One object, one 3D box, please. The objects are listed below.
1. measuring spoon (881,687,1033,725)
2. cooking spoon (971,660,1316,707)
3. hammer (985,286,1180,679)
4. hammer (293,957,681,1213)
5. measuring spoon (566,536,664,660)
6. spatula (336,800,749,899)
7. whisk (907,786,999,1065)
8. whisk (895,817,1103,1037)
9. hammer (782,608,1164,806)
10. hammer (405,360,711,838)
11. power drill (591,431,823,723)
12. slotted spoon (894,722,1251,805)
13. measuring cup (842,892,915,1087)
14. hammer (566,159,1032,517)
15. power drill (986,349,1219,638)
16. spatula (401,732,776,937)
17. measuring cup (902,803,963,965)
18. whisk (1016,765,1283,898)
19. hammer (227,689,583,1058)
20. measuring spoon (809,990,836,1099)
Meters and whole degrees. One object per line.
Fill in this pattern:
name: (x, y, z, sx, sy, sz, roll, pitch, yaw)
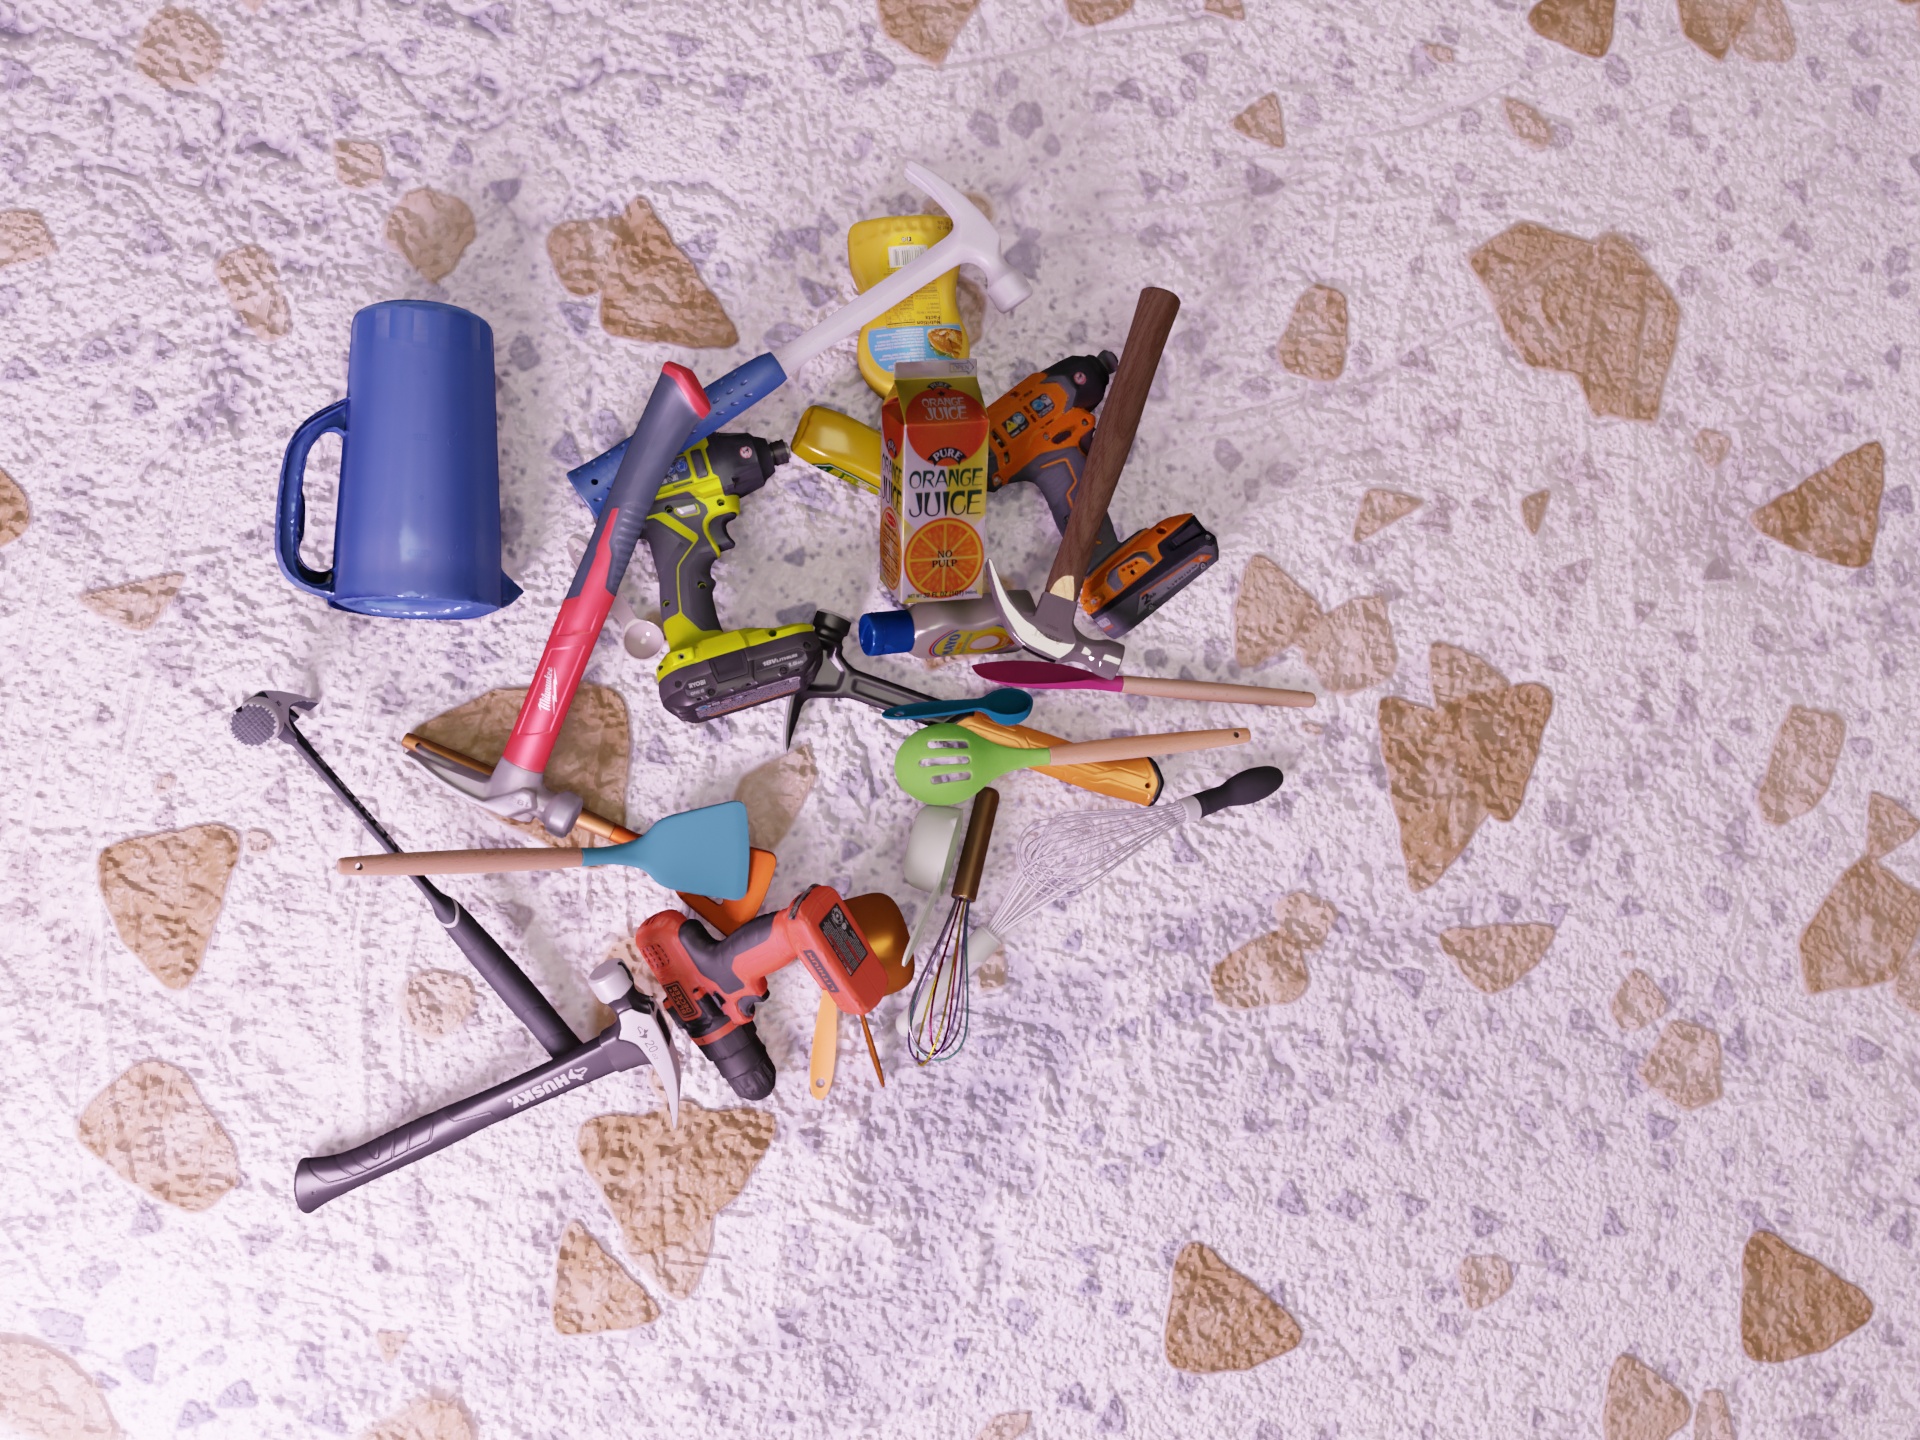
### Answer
measuring spoon: (-0.002, -0.004, 1.345, 0.128, 0.042, 0.021, -5, 124, -2)
cooking spoon: (0.165, -0.029, 1.395, 0.318, 0.069, 0.017, 4, 108, -14)
hammer: (0.115, -0.207, 1.320, 0.130, 0.031, 0.331, 19, 81, -3)
hammer: (-0.381, 0.317, 1.272, 0.335, 0.035, 0.146, -25, 112, 4)
measuring spoon: (-0.293, -0.102, 1.340, 0.034, 0.018, 0.124, -35, 88, -10)
spatula: (-0.321, 0.107, 1.250, 0.317, 0.044, 0.082, 0, 90, -32)
whisk: (0.000, 0.171, 1.340, 0.051, 0.047, 0.245, 10, 70, 12)
whisk: (0.032, 0.179, 1.372, 0.246, 0.057, 0.059, -47, 62, -3)
hammer: (0.015, 0.016, 1.375, 0.336, 0.034, 0.127, 19, 86, -9)
hammer: (-0.304, -0.104, 1.247, 0.143, 0.038, 0.386, 25, 103, -2)
power drill: (-0.199, -0.125, 1.309, 0.171, 0.080, 0.223, -17, 80, -7)
slotted spoon: (0.100, 0.026, 1.360, 0.313, 0.031, 0.070, -5, 79, -12)
measuring cup: (-0.064, 0.227, 1.344, 0.052, 0.095, 0.173, -17, 108, -15)
hammer: (-0.142, -0.299, 1.292, 0.405, 0.035, 0.144, -35, 95, -8)
power drill: (0.120, -0.203, 1.374, 0.164, 0.084, 0.226, -39, 91, -8)
spatula: (-0.311, 0.082, 1.318, 0.322, 0.041, 0.081, 25, 88, -7)
measuring cup: (-0.036, 0.136, 1.314, 0.038, 0.083, 0.168, 15, 42, 8)
whisk: (0.169, 0.087, 1.360, 0.284, 0.070, 0.070, -17, 92, -28)
hammer: (-0.423, 0.138, 1.272, 0.036, 0.149, 0.408, -38, 104, -5)
measuring spoon: (-0.116, 0.267, 1.365, 0.021, 0.011, 0.117, 5, 92, -9)
